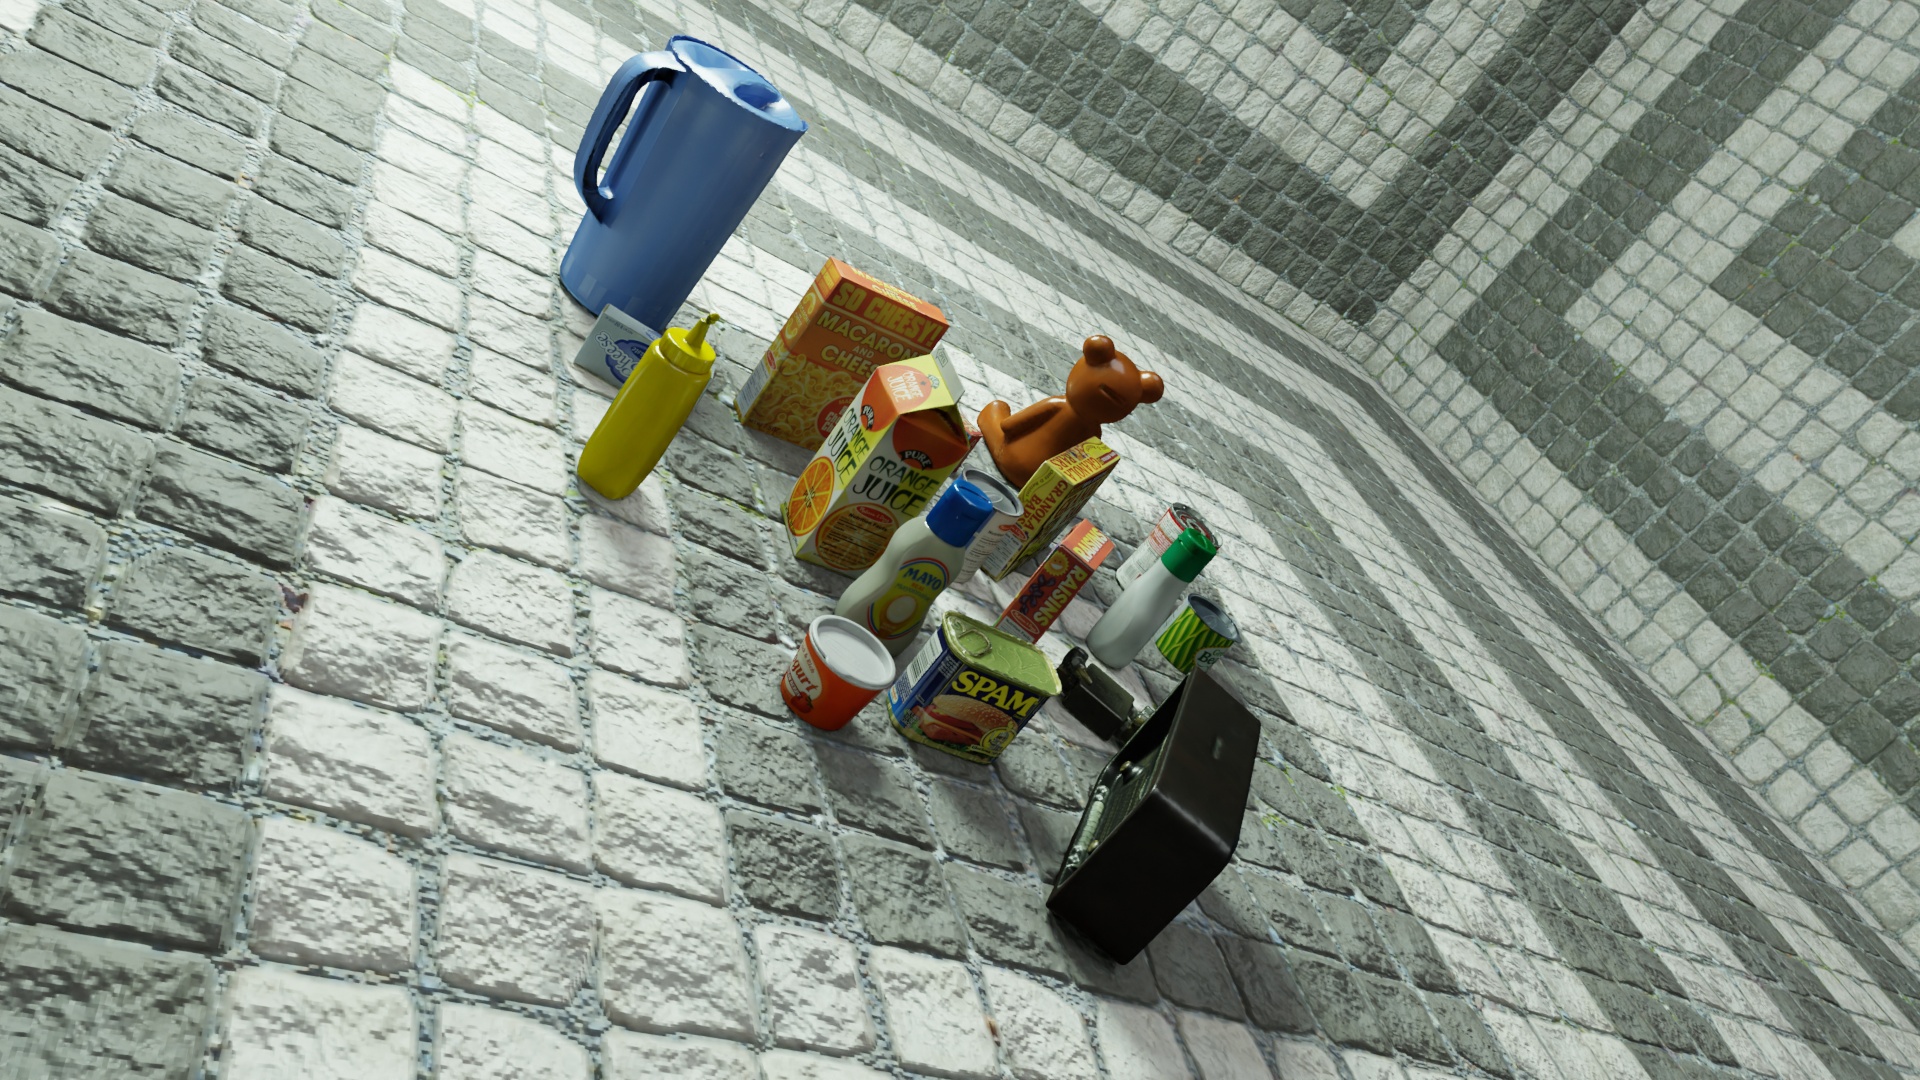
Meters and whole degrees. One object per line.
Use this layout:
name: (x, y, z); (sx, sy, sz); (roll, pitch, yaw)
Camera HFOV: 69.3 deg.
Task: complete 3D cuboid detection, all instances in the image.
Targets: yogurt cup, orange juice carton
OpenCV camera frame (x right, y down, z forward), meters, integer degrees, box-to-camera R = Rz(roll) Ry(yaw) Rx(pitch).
yogurt cup: (-0.086, 0.093, 0.950); (0.072, 0.053, 0.073); (31, 24, -15)
orange juice carton: (-0.059, -0.066, 1.107); (0.073, 0.192, 0.072); (23, 27, -33)

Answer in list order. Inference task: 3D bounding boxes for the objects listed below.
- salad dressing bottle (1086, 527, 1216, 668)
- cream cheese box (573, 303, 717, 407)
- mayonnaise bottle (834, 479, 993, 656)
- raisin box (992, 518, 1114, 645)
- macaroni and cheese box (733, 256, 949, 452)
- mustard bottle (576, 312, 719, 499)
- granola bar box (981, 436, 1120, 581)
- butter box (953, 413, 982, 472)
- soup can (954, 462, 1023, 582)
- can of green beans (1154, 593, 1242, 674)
salad dressing bottle: (0.177, 0.053, 1.287); (0.044, 0.147, 0.064); (32, 23, -14)
cream cheese box: (-0.259, -0.144, 1.142); (0.104, 0.053, 0.024); (31, 24, -17)
mayonnaise bottle: (-0.032, 0.020, 1.044); (0.065, 0.147, 0.041); (26, 25, -27)
raisin box: (0.073, 0.046, 1.178); (0.040, 0.123, 0.086); (40, 23, 5)
macaroni and cheese box: (-0.108, -0.159, 1.245); (0.124, 0.166, 0.040); (19, 29, -38)
mustard bottle: (-0.216, -0.103, 0.991); (0.049, 0.159, 0.065); (36, 23, -5)
granola bar box: (0.085, -0.033, 1.344); (0.039, 0.123, 0.166); (41, 23, 8)
butter box: (-0.030, -0.123, 1.436); (0.104, 0.053, 0.024); (46, 24, 18)
soup can: (0.004, -0.016, 1.246); (0.071, 0.083, 0.072); (31, 23, -15)
can of green beans: (0.239, 0.097, 1.410); (0.071, 0.057, 0.071); (31, 24, -15)
